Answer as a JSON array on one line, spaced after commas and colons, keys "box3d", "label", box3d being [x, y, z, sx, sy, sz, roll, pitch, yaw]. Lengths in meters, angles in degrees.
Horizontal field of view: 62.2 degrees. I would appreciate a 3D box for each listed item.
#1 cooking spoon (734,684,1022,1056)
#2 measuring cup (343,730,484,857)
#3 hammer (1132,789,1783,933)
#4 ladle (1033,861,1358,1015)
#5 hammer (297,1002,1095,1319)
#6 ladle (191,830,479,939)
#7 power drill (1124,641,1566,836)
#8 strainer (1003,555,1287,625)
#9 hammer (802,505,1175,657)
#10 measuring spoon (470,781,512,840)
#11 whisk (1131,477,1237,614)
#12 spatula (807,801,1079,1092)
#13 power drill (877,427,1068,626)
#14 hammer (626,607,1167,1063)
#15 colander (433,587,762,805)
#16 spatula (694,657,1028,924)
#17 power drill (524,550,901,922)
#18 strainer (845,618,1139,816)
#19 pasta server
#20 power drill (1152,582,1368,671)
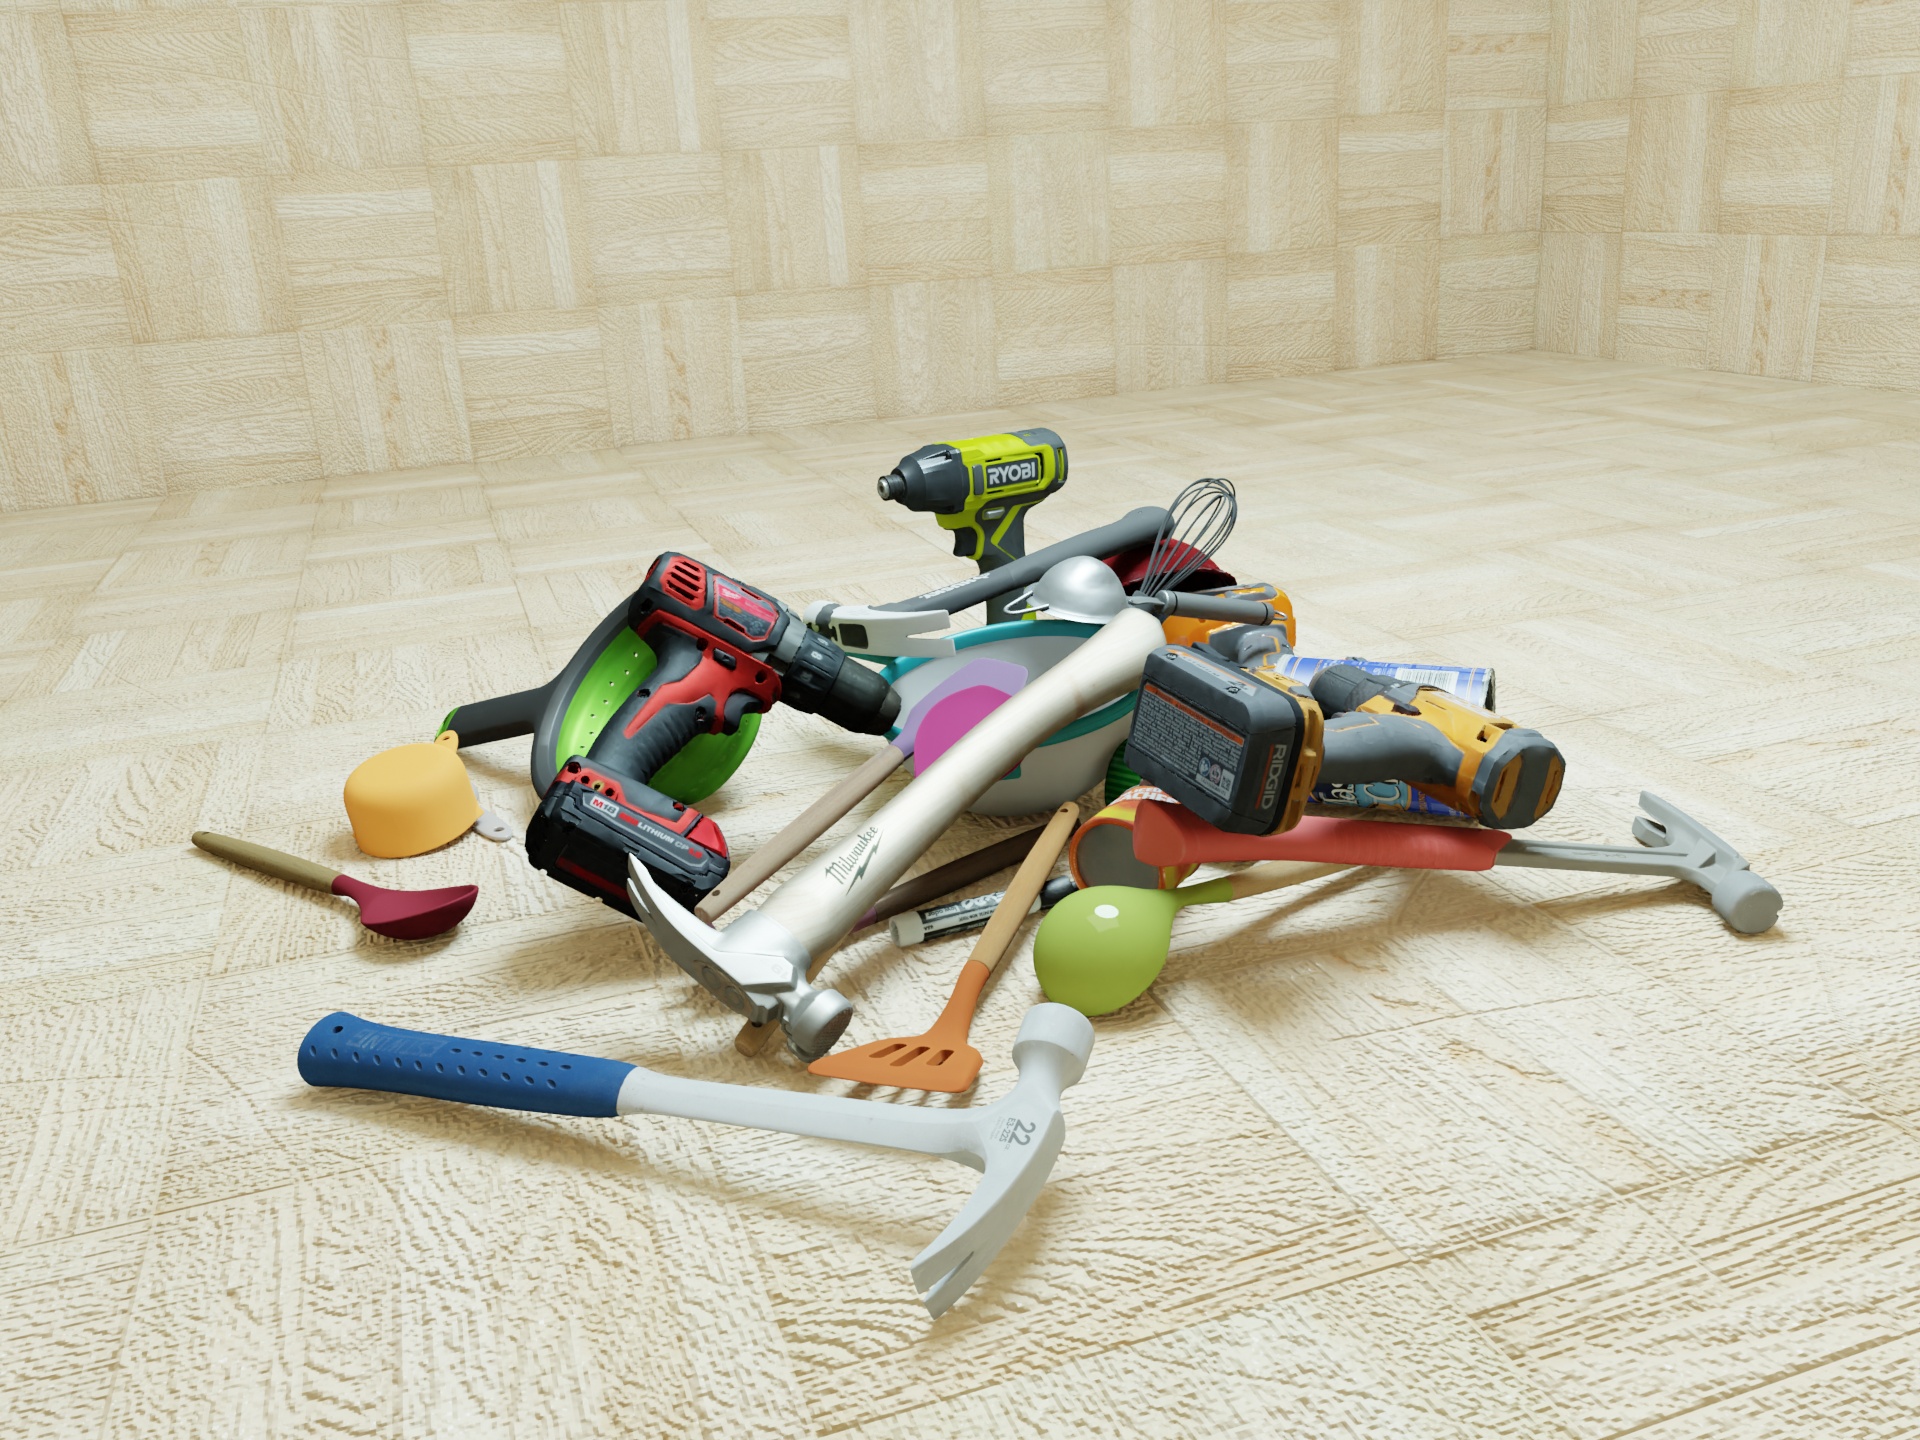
[{"box3d": [-0.041, 0.077, 0.932, 0.069, 0.017, 0.319, 27, 46, 12], "label": "cooking spoon"}, {"box3d": [-0.399, 0.033, 1.175, 0.095, 0.052, 0.174, -9, 30, -1], "label": "measuring cup"}, {"box3d": [0.277, 0.070, 0.932, 0.359, 0.036, 0.149, 4, 18, -7], "label": "hammer"}, {"box3d": [0.173, 0.106, 0.938, 0.320, 0.062, 0.078, -9, 17, -37], "label": "ladle"}, {"box3d": [-0.148, 0.178, 0.740, 0.405, 0.035, 0.144, 1, 38, 24], "label": "hammer"}, {"box3d": [-0.428, 0.104, 1.058, 0.315, 0.031, 0.069, 9, 20, 37], "label": "ladle"}, {"box3d": [0.208, 0.005, 0.926, 0.226, 0.084, 0.185, 2, 18, -28], "label": "power drill"}, {"box3d": [0.149, -0.093, 1.208, 0.258, 0.050, 0.087, 4, 24, -30], "label": "strainer"}, {"box3d": [0.049, -0.116, 1.265, 0.335, 0.035, 0.146, -23, 22, -35], "label": "hammer"}, {"box3d": [-0.359, 0.063, 1.176, 0.034, 0.018, 0.124, -16, 23, -33], "label": "measuring spoon"}, {"box3d": [0.152, -0.100, 1.308, 0.055, 0.239, 0.055, 35, -2, 1], "label": "whisk"}, {"box3d": [0.017, 0.118, 0.884, 0.081, 0.041, 0.323, 3, 26, 20], "label": "spatula"}, {"box3d": [0.012, -0.127, 1.348, 0.171, 0.223, 0.080, -15, 21, -30], "label": "power drill"}, {"box3d": [-0.009, 0.030, 0.947, 0.146, 0.038, 0.411, 36, 48, 18], "label": "hammer"}, {"box3d": [-0.272, 0.005, 1.221, 0.397, 0.094, 0.205, -9, 53, 43], "label": "colander"}, {"box3d": [-0.054, 0.034, 0.991, 0.060, 0.018, 0.316, 15, 37, 32], "label": "spatula"}, {"box3d": [-0.149, 0.018, 0.996, 0.187, 0.080, 0.227, 29, 56, -11], "label": "power drill"}, {"box3d": [-0.002, -0.004, 1.182, 0.211, 0.095, 0.341, -28, 29, -35], "label": "strainer"}, {"box3d": [-0.037, 0.102, 0.976, 0.316, 0.040, 0.060, -19, 13, -40], "label": "pasta server"}, {"box3d": [0.222, -0.039, 1.283, 0.164, 0.084, 0.227, -8, 22, -6], "label": "power drill"}]
